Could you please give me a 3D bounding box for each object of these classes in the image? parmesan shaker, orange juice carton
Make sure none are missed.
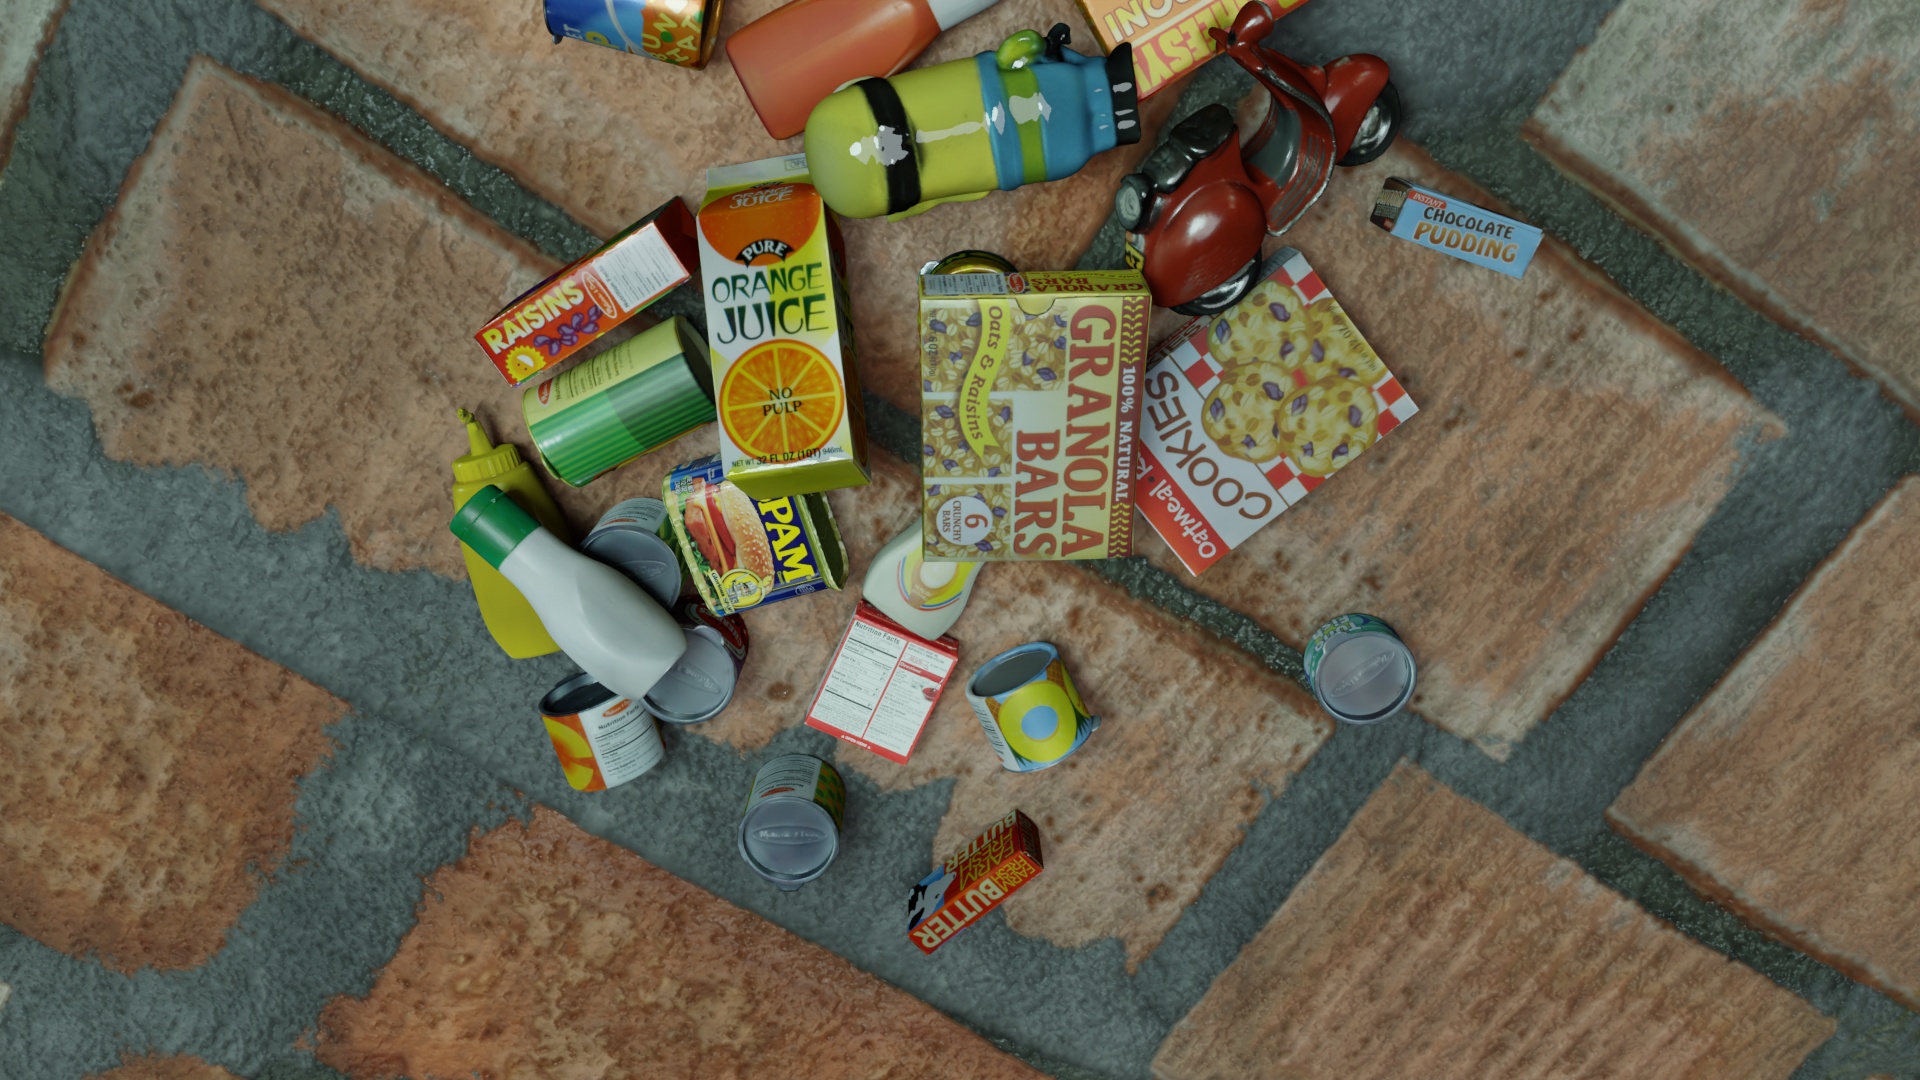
[{"bbox_3d":[-0.196,-0.080,0.821,0.103,0.071,0.071,-24,107,8],"label":"parmesan shaker"},{"bbox_3d":[-0.100,-0.126,0.784,0.072,0.073,0.193,-8,81,4],"label":"orange juice carton"}]

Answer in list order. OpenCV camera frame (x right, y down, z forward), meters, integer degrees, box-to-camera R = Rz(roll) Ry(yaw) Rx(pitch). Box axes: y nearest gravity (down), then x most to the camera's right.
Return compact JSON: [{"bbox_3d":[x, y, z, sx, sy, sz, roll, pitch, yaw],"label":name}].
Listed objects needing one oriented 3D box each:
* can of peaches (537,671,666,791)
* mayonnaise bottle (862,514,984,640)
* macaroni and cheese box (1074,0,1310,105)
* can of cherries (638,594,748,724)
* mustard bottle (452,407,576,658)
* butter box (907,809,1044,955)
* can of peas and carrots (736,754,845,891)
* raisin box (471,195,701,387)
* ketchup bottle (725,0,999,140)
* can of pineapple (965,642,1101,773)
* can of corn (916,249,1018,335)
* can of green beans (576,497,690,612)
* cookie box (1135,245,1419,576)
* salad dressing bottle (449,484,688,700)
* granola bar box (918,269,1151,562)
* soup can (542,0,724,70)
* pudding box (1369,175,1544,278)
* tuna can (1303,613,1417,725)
[{"bbox_3d":[-0.231,0.120,0.895,0.071,0.071,0.058,-14,109,5],"label":"can of peaches"},{"bbox_3d":[0.003,-0.011,0.860,0.065,0.041,0.147,34,106,-10],"label":"mayonnaise bottle"},{"bbox_3d":[0.107,-0.340,0.748,0.123,0.040,0.166,-29,106,10],"label":"macaroni and cheese box"},{"bbox_3d":[-0.169,0.073,0.881,0.071,0.058,0.071,0,109,1],"label":"can of cherries"},{"bbox_3d":[-0.277,-0.008,0.858,0.065,0.049,0.159,-12,108,4],"label":"mustard bottle"},{"bbox_3d":[0.009,0.230,0.937,0.103,0.053,0.024,-39,107,12],"label":"butter box"},{"bbox_3d":[-0.110,0.186,0.919,0.071,0.059,0.070,0,110,0],"label":"can of peas and carrots"},{"bbox_3d":[-0.207,-0.142,0.792,0.123,0.086,0.040,-29,112,10],"label":"raisin box"},{"bbox_3d":[-0.051,-0.281,0.766,0.149,0.044,0.064,-25,113,8],"label":"ketchup bottle"},{"bbox_3d":[0.046,0.105,0.888,0.071,0.071,0.057,-24,107,8],"label":"can of pineapple"},{"bbox_3d":[0.006,-0.134,0.809,0.071,0.058,0.071,0,109,0],"label":"can of corn"},{"bbox_3d":[-0.201,0.013,0.860,0.071,0.058,0.071,0,109,0],"label":"can of green beans"},{"bbox_3d":[0.168,-0.076,0.839,0.167,0.040,0.123,-38,105,11],"label":"cookie box"},{"bbox_3d":[-0.227,0.029,0.804,0.147,0.064,0.043,42,119,-5],"label":"salad dressing bottle"},{"bbox_3d":[0.039,-0.067,0.785,0.124,0.039,0.164,-2,120,-3],"label":"granola bar box"},{"bbox_3d":[-0.175,-0.294,0.751,0.084,0.071,0.071,13,109,-5],"label":"soup can"},{"bbox_3d":[0.284,-0.180,0.797,0.084,0.050,0.030,17,110,-6],"label":"pudding box"},{"bbox_3d":[0.256,0.081,0.896,0.071,0.033,0.070,0,109,0],"label":"tuna can"}]
